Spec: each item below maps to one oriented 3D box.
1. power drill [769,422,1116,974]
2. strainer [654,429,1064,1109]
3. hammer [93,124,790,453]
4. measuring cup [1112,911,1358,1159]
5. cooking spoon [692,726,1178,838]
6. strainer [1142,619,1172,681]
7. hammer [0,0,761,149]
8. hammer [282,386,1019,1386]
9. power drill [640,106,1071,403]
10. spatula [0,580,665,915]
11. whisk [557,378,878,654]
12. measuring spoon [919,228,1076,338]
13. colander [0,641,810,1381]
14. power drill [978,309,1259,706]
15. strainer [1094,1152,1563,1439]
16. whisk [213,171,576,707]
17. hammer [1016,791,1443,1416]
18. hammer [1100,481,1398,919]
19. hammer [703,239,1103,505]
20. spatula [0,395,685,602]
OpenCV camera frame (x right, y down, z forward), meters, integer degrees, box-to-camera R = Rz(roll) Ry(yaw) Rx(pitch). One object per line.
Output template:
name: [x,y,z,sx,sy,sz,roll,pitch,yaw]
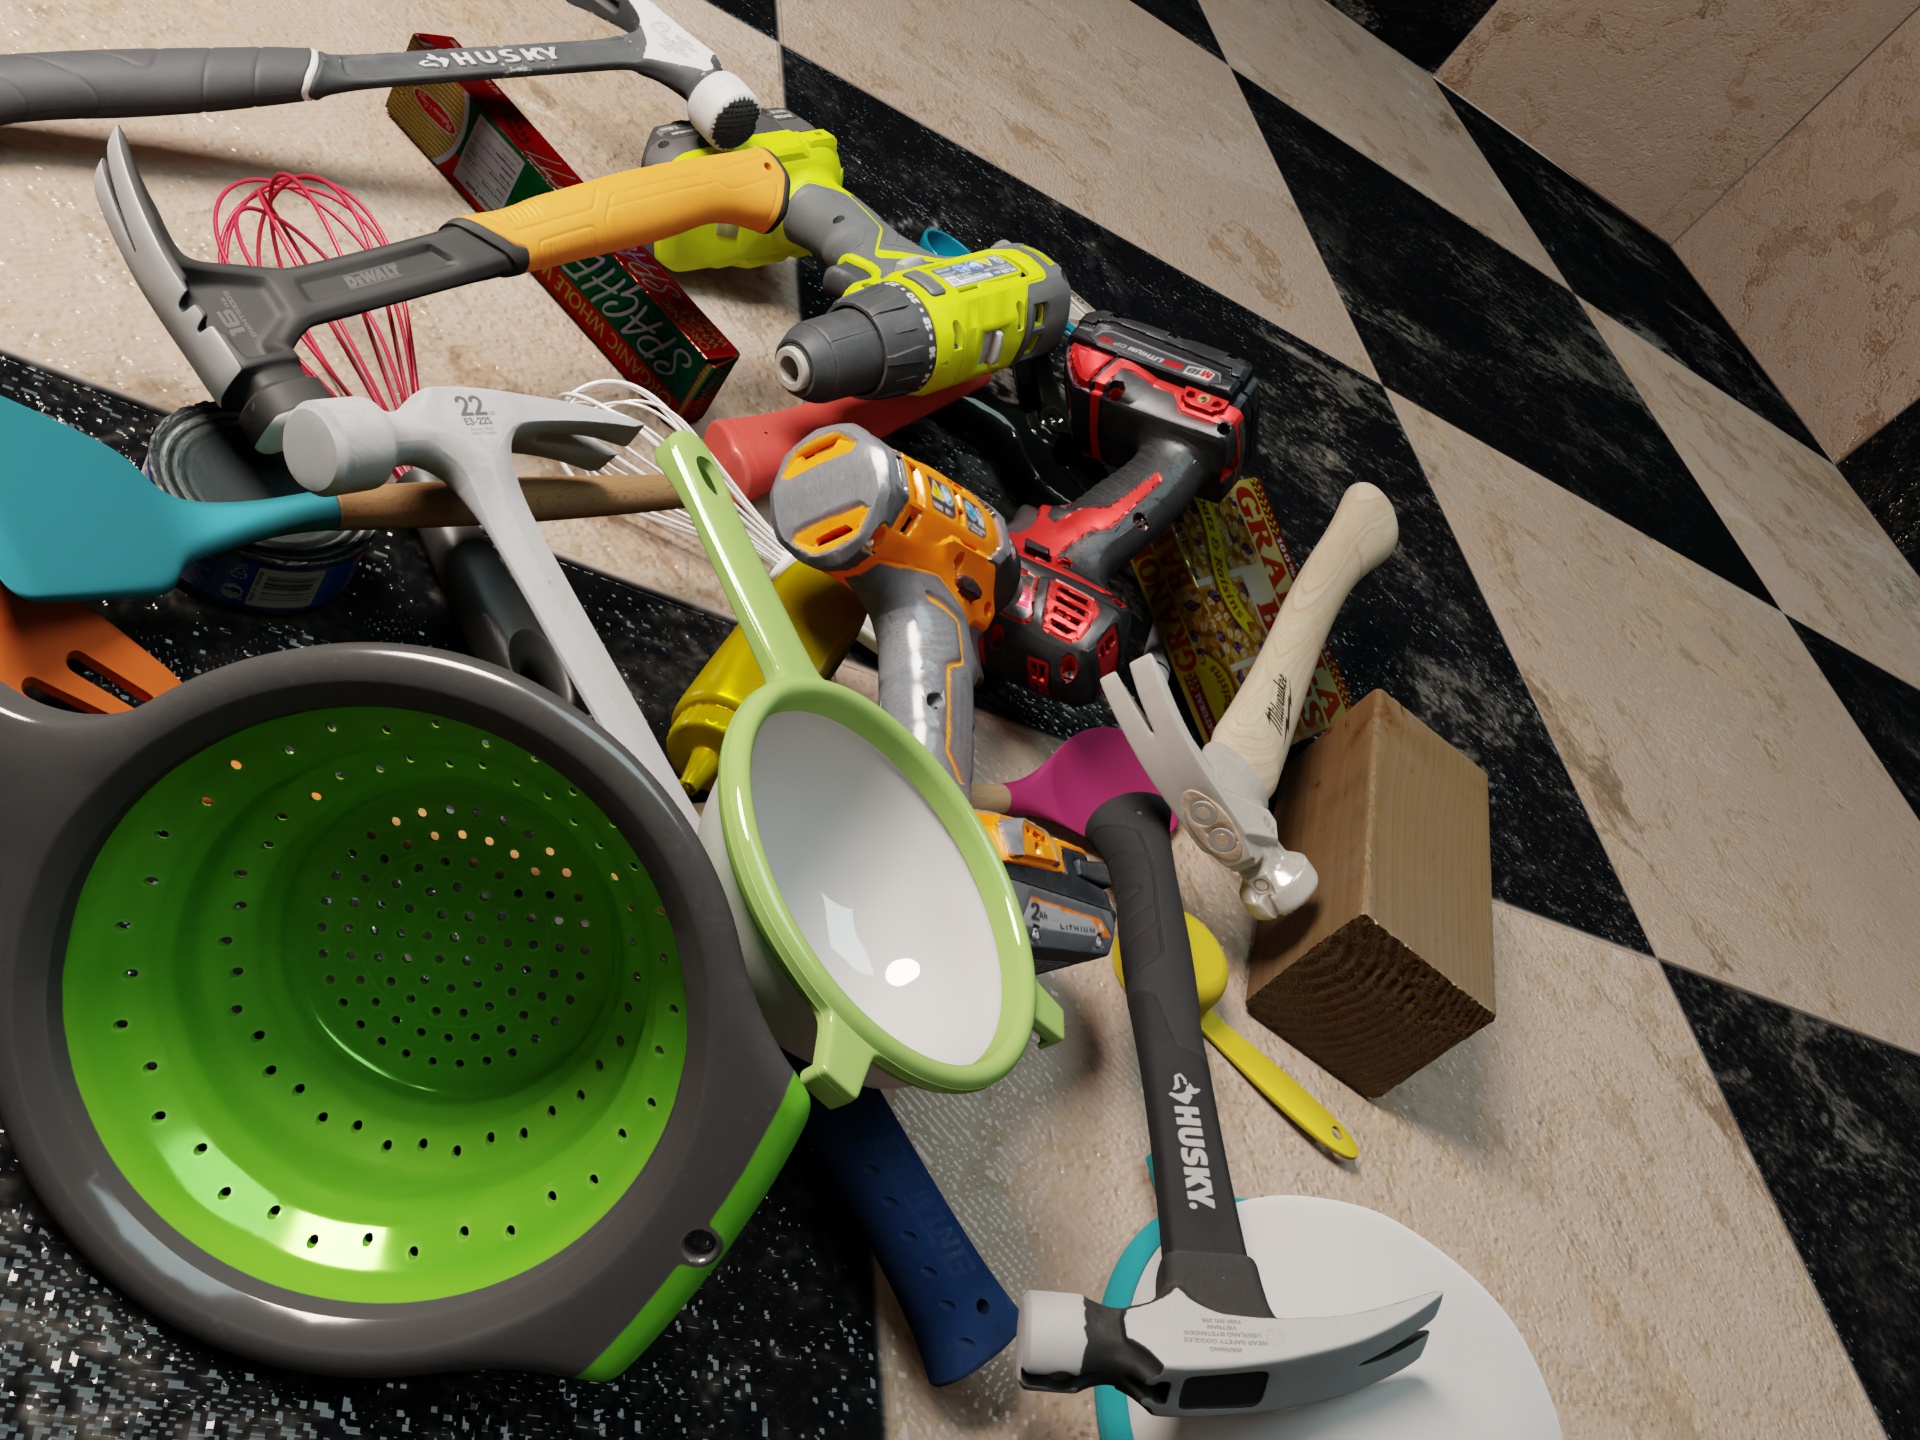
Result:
power drill: [-0.001,-0.002,0.692,0.164,0.084,0.227,19,56,-59]
strainer: [-0.067,0.020,0.550,0.151,0.069,0.256,5,54,-60]
hammer: [-0.198,-0.221,0.706,0.337,0.034,0.127,-35,92,-46]
measuring cup: [0.140,0.151,0.768,0.156,0.029,0.062,43,35,5]
cooking spoon: [0.001,0.039,0.764,0.318,0.017,0.069,-1,71,-44]
strainer: [0.144,-0.090,1.013,0.086,0.050,0.259,56,35,-26]
hammer: [-0.299,-0.318,0.770,0.409,0.036,0.149,-23,64,-39]
hammer: [-0.092,0.049,0.589,0.144,0.035,0.405,-23,80,-54]
power drill: [-0.077,-0.253,0.882,0.229,0.080,0.190,39,45,26]
spatula: [-0.184,0.039,0.571,0.322,0.041,0.081,21,56,-29]
whisk: [-0.093,-0.085,0.783,0.246,0.059,0.058,35,74,-17]
measuring spoon: [0.025,-0.260,0.987,0.128,0.021,0.042,27,36,-25]
colander: [-0.228,0.029,0.462,0.397,0.204,0.094,36,4,-6]
power drill: [0.059,-0.117,0.864,0.143,0.078,0.220,25,62,22]
strainer: [0.214,0.302,0.626,0.340,0.095,0.211,33,36,-10]
whisk: [-0.237,-0.118,0.675,0.073,0.073,0.296,-16,71,-50]
hammer: [0.093,0.135,0.668,0.146,0.035,0.335,4,32,-2]
hammer: [0.192,-0.058,0.920,0.146,0.038,0.411,54,36,-12]
hammer: [-0.015,-0.191,0.933,0.149,0.036,0.359,44,43,8]
spatula: [-0.211,-0.086,0.608,0.317,0.044,0.082,-13,71,-48]
